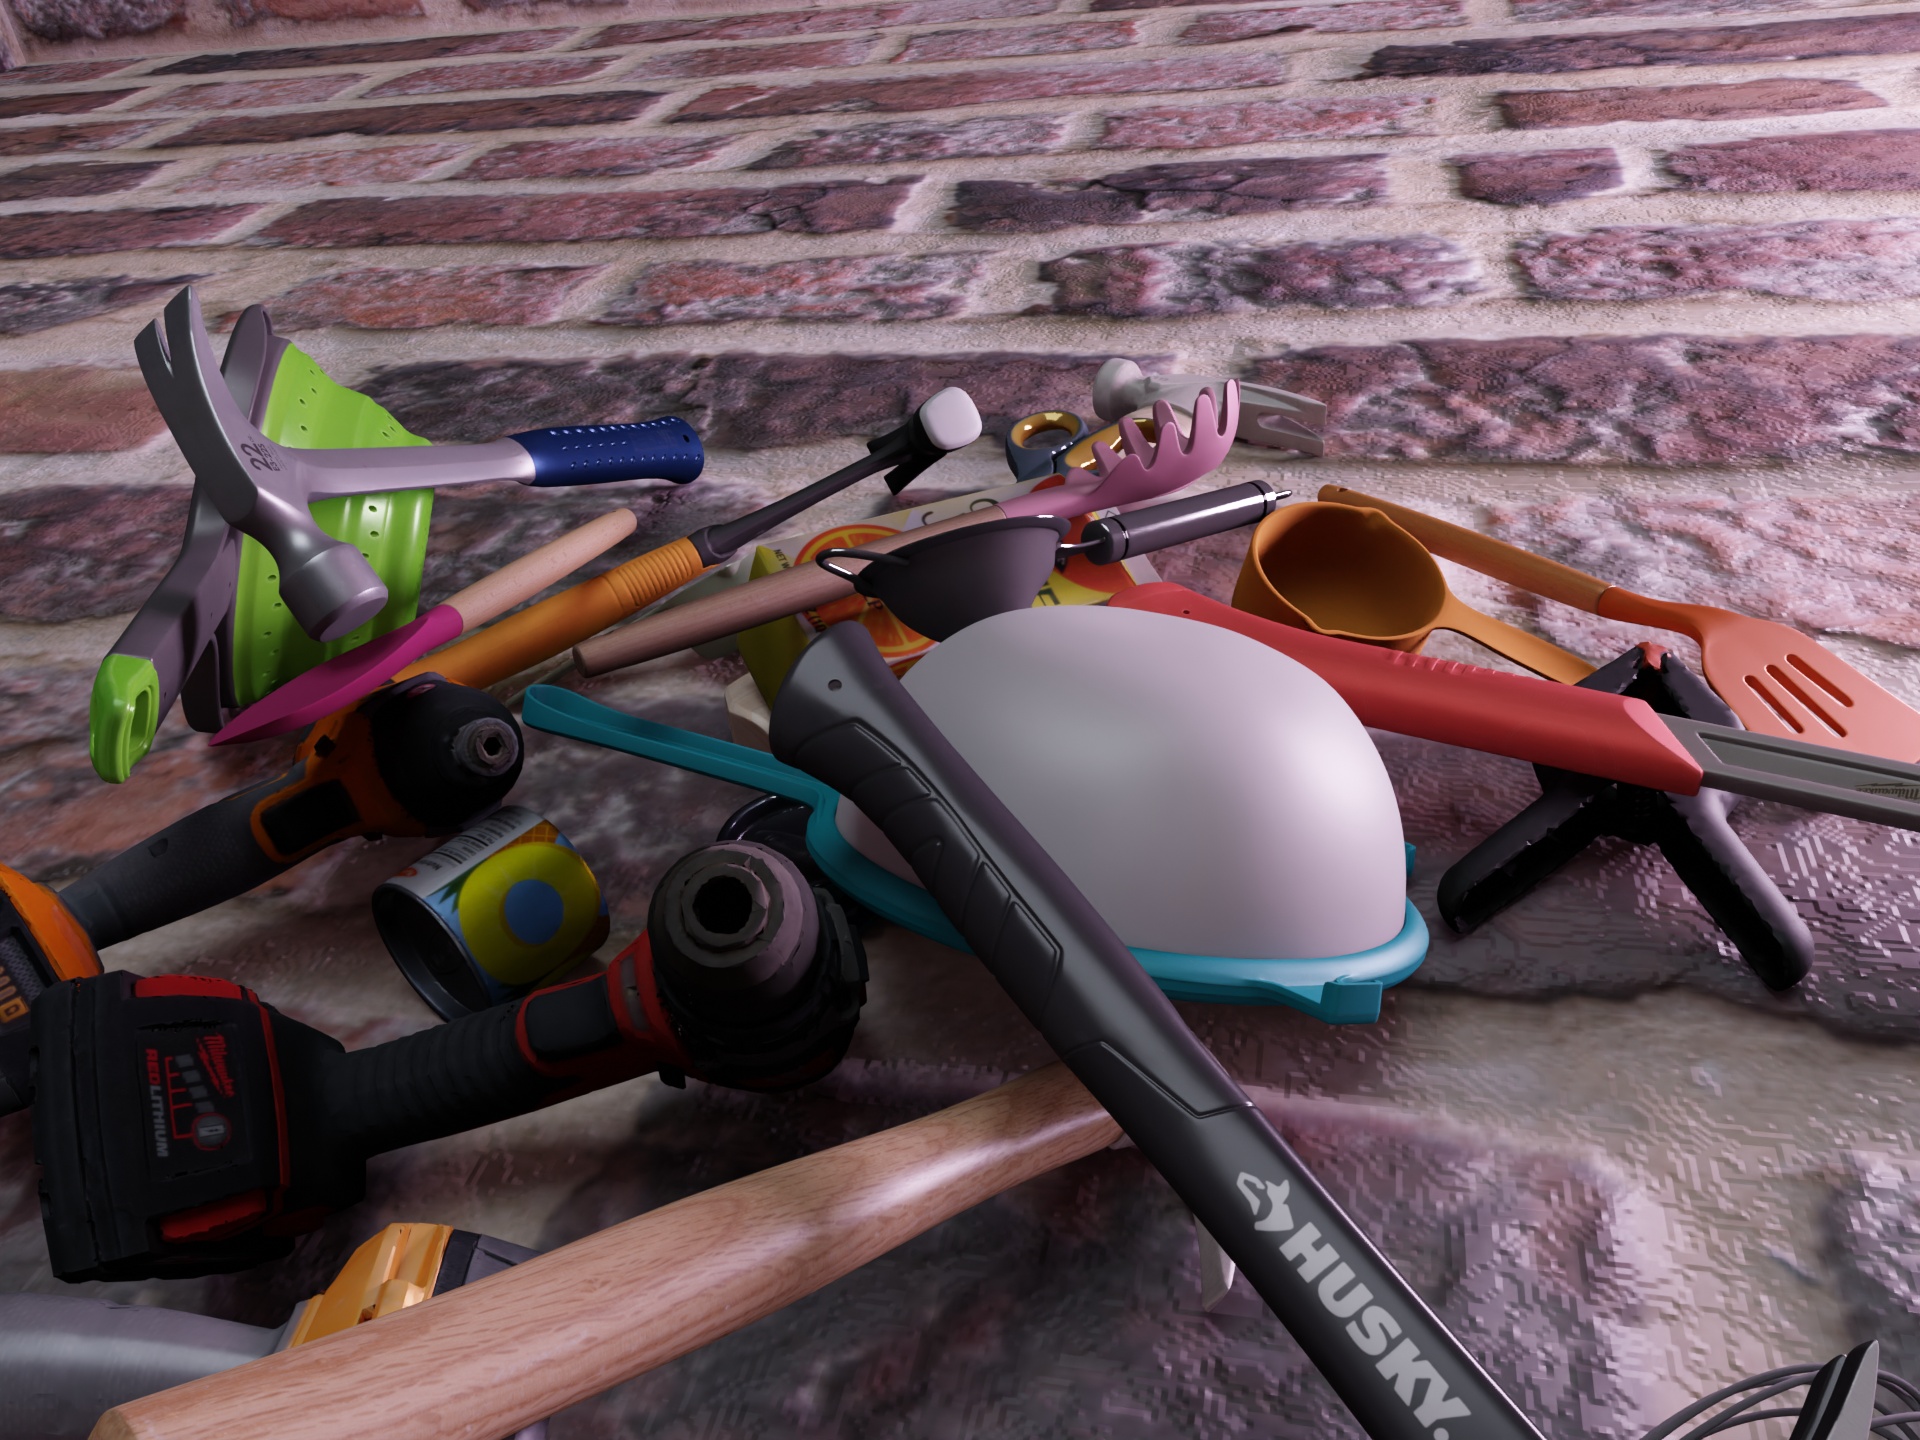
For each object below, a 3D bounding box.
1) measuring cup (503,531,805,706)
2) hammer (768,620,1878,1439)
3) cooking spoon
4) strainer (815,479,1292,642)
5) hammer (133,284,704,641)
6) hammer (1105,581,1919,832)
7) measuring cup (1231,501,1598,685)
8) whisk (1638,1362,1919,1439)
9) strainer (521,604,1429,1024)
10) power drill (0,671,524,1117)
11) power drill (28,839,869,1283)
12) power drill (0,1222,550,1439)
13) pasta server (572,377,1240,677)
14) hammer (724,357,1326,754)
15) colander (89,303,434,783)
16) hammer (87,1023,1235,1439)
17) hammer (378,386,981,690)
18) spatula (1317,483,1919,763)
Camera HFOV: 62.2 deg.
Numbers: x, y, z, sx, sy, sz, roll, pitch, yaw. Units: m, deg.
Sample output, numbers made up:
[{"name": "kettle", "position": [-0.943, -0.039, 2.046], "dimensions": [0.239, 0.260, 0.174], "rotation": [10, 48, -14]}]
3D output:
[{"name": "measuring cup", "position": [-0.141, -0.036, 0.773], "dimensions": [0.167, 0.038, 0.083], "rotation": [-30, 5, -1]}, {"name": "hammer", "position": [0.056, 0.089, 0.394], "dimensions": [0.146, 0.035, 0.335], "rotation": [-35, 60, -11]}, {"name": "cooking spoon", "position": [-0.204, -0.049, 0.672], "dimensions": [0.069, 0.017, 0.319], "rotation": [-19, 15, 18]}, {"name": "strainer", "position": [0.054, -0.070, 0.647], "dimensions": [0.258, 0.050, 0.087], "rotation": [-19, -4, -38]}, {"name": "hammer", "position": [-0.225, -0.132, 0.776], "dimensions": [0.035, 0.144, 0.405], "rotation": [-35, 1, 18]}, {"name": "hammer", "position": [0.215, 0.008, 0.575], "dimensions": [0.359, 0.036, 0.149], "rotation": [14, 48, 26]}, {"name": "measuring cup", "position": [0.201, -0.031, 0.697], "dimensions": [0.173, 0.052, 0.095], "rotation": [26, 48, 9]}, {"name": "whisk", "position": [0.120, 0.201, 0.359], "dimensions": [0.239, 0.055, 0.055], "rotation": [-16, 34, -6]}, {"name": "strainer", "position": [-0.001, -0.002, 0.555], "dimensions": [0.340, 0.095, 0.211], "rotation": [14, 13, 17]}, {"name": "power drill", "position": [-0.271, 0.050, 0.586], "dimensions": [0.226, 0.084, 0.164], "rotation": [-33, 15, -34]}, {"name": "power drill", "position": [-0.138, 0.092, 0.459], "dimensions": [0.226, 0.187, 0.080], "rotation": [-13, 73, -7]}, {"name": "power drill", "position": [-0.220, 0.175, 0.368], "dimensions": [0.226, 0.185, 0.084], "rotation": [16, 32, -11]}, {"name": "pasta server", "position": [-0.009, -0.080, 0.646], "dimensions": [0.316, 0.040, 0.060], "rotation": [-22, 11, -26]}, {"name": "hammer", "position": [0.038, -0.090, 0.820], "dimensions": [0.146, 0.038, 0.411], "rotation": [19, 42, 32]}, {"name": "colander", "position": [-0.289, -0.060, 0.698], "dimensions": [0.094, 0.204, 0.397], "rotation": [9, 19, -18]}, {"name": "hammer", "position": [-0.033, 0.124, 0.392], "dimensions": [0.331, 0.031, 0.130], "rotation": [-7, 42, -49]}, {"name": "hammer", "position": [-0.149, -0.079, 0.812], "dimensions": [0.337, 0.034, 0.127], "rotation": [-30, 6, -21]}, {"name": "spatula", "position": [0.279, -0.054, 0.735], "dimensions": [0.081, 0.041, 0.323], "rotation": [-23, 32, -22]}]
